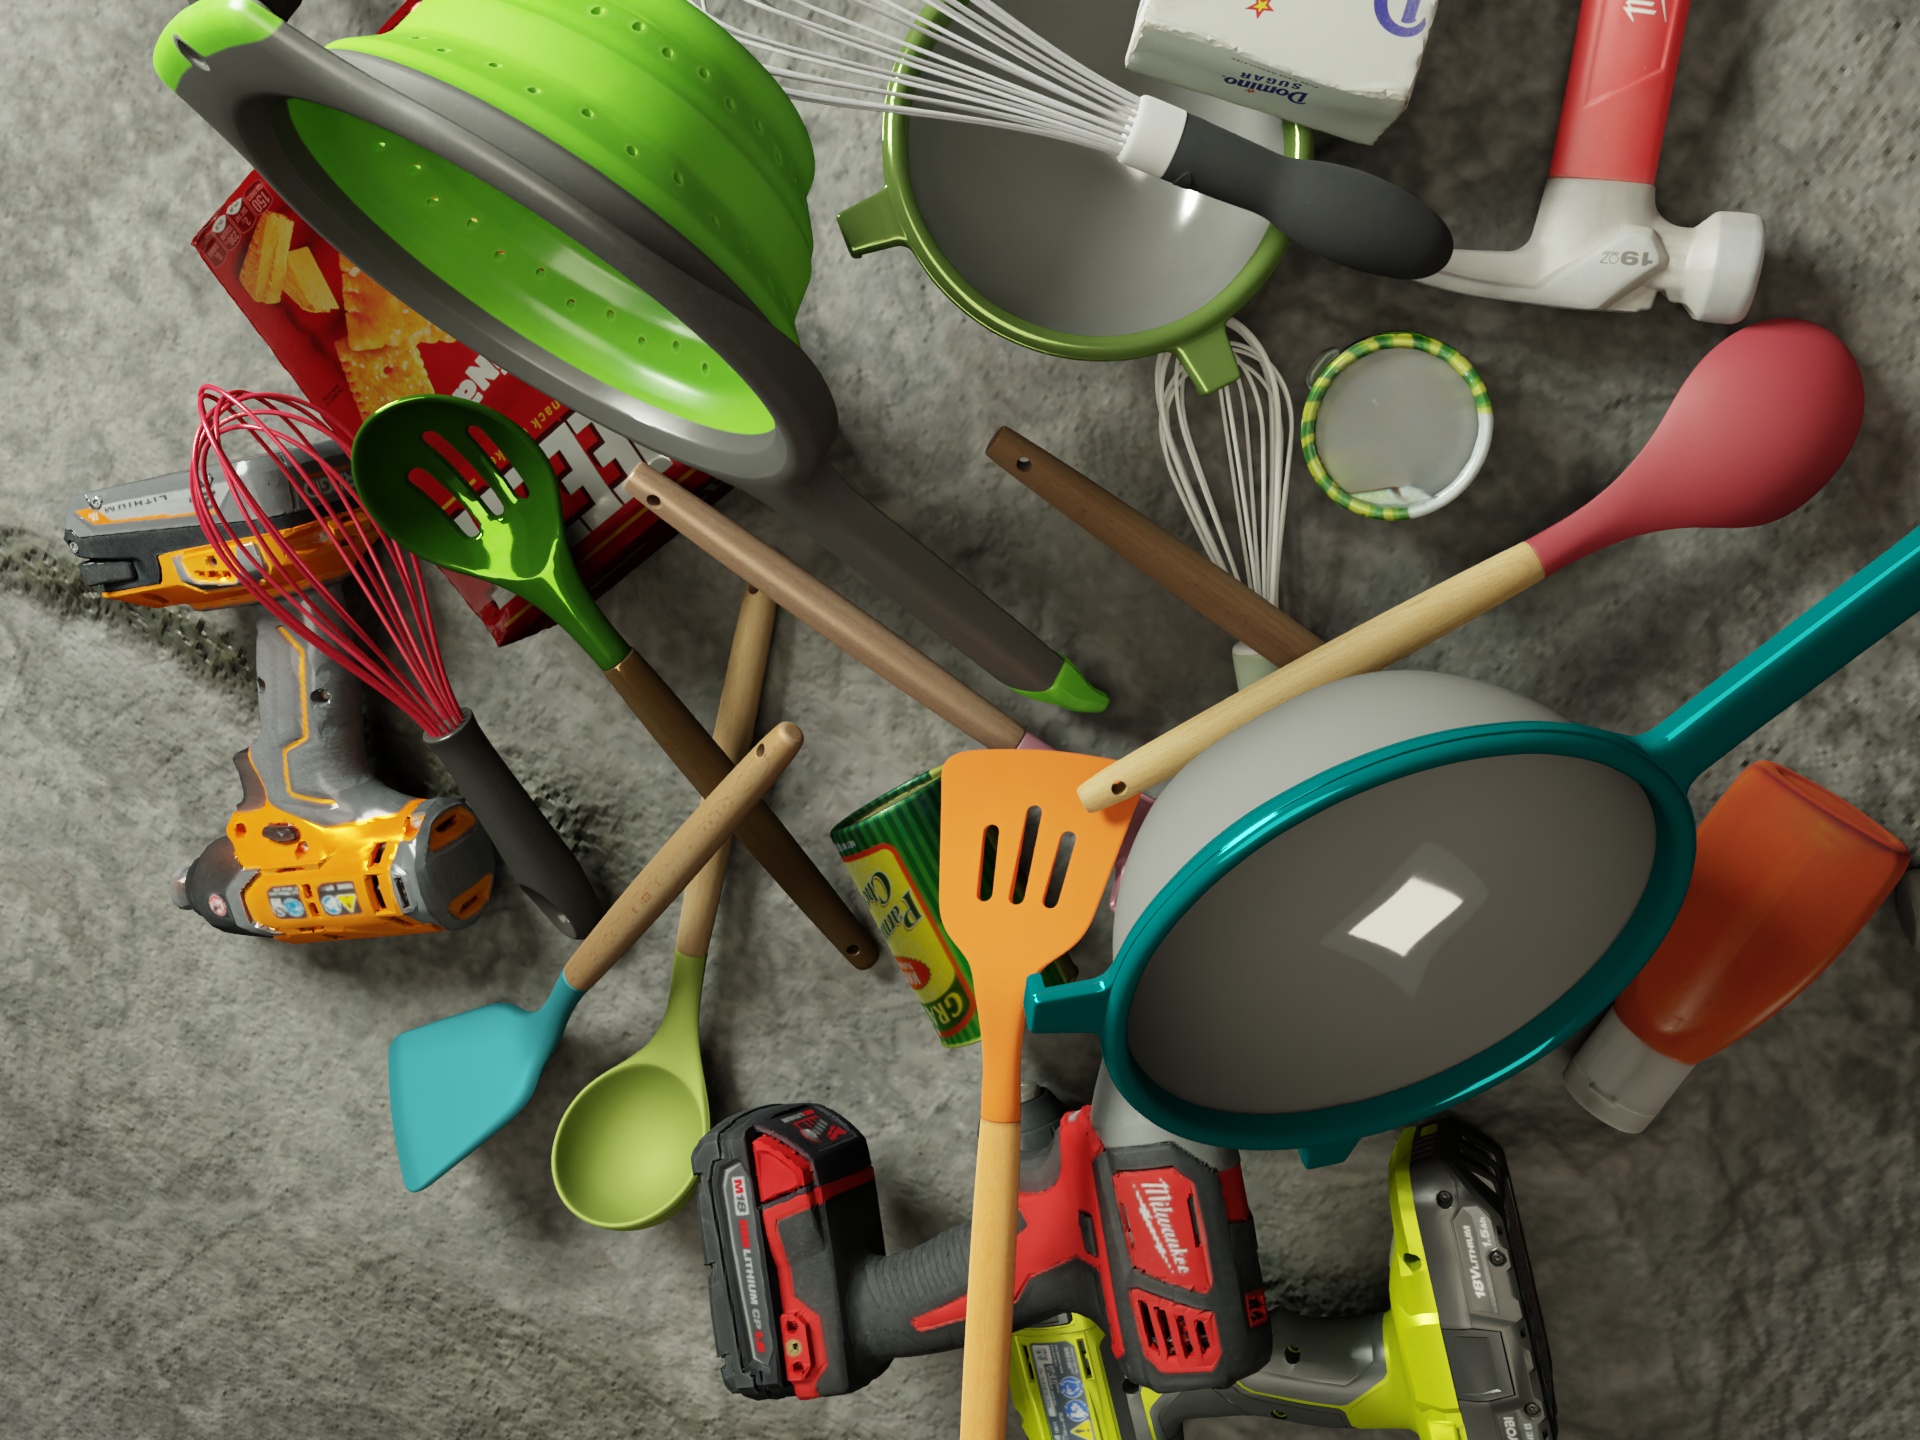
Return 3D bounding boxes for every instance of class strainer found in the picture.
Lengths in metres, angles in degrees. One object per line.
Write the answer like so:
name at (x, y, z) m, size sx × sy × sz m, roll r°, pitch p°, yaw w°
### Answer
strainer at (0.065, -0.251, 0.578) m, size 0.151 × 0.069 × 0.256 m, roll 21°, pitch 90°, yaw -3°
strainer at (0.184, 0.014, 0.545) m, size 0.340 × 0.095 × 0.210 m, roll -42°, pitch 131°, yaw 18°

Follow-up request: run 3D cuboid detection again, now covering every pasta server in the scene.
pasta server at (-0.001, -0.002, 0.634) m, size 0.316 × 0.040 × 0.060 m, roll 35°, pitch 121°, yaw -10°

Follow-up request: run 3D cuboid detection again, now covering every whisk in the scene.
whisk at (0.117, -0.037, 0.626) m, size 0.059 × 0.058 × 0.246 m, roll 4°, pitch 112°, yaw 50°
whisk at (-0.227, -0.013, 0.671) m, size 0.073 × 0.073 × 0.295 m, roll -13°, pitch 124°, yaw 18°
whisk at (0.032, -0.202, 0.520) m, size 0.284 × 0.070 × 0.070 m, roll 19°, pitch 109°, yaw -9°

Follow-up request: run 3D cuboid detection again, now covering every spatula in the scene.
spatula at (-0.165, 0.100, 0.698) m, size 0.317 × 0.044 × 0.082 m, roll -46°, pitch 49°, yaw 32°
spatula at (0.017, 0.172, 0.597) m, size 0.081 × 0.041 × 0.322 m, roll 3°, pitch 90°, yaw 19°
spatula at (0.140, -0.014, 0.600) m, size 0.315 × 0.018 × 0.059 m, roll 34°, pitch 112°, yaw -11°

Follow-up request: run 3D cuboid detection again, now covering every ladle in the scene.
ladle at (0.181, -0.046, 0.571) m, size 0.315 × 0.031 × 0.069 m, roll -29°, pitch 105°, yaw 7°
ladle at (-0.123, 0.081, 0.711) m, size 0.078 × 0.062 × 0.320 m, roll 21°, pitch 106°, yaw 26°

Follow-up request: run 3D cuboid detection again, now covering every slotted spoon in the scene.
slotted spoon at (-0.127, -0.005, 0.655) m, size 0.070 × 0.031 × 0.313 m, roll -31°, pitch 115°, yaw 12°

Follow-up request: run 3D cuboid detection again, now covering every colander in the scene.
colander at (-0.060, -0.129, 0.547) m, size 0.396 × 0.205 × 0.094 m, roll 36°, pitch 78°, yaw -37°

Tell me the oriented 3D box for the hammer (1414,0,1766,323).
hammer at (0.224, -0.334, 0.521) m, size 0.143 × 0.038 × 0.386 m, roll 10°, pitch 106°, yaw 14°

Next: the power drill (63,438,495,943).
power drill at (-0.320, -0.003, 0.730) m, size 0.164 × 0.084 × 0.226 m, roll -7°, pitch 106°, yaw 18°

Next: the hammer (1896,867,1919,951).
hammer at (0.384, -0.093, 0.536) m, size 0.149 × 0.037 × 0.359 m, roll -10°, pitch 103°, yaw 17°

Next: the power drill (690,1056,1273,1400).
power drill at (0.008, 0.198, 0.645) m, size 0.219 × 0.078 × 0.143 m, roll -12°, pitch 81°, yaw 20°

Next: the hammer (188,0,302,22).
hammer at (-0.138, -0.349, 0.590) m, size 0.335 × 0.146 × 0.035 m, roll -23°, pitch 142°, yaw 9°

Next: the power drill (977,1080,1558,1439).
power drill at (0.119, 0.238, 0.675) m, size 0.228 × 0.080 × 0.190 m, roll -13°, pitch 92°, yaw 20°
